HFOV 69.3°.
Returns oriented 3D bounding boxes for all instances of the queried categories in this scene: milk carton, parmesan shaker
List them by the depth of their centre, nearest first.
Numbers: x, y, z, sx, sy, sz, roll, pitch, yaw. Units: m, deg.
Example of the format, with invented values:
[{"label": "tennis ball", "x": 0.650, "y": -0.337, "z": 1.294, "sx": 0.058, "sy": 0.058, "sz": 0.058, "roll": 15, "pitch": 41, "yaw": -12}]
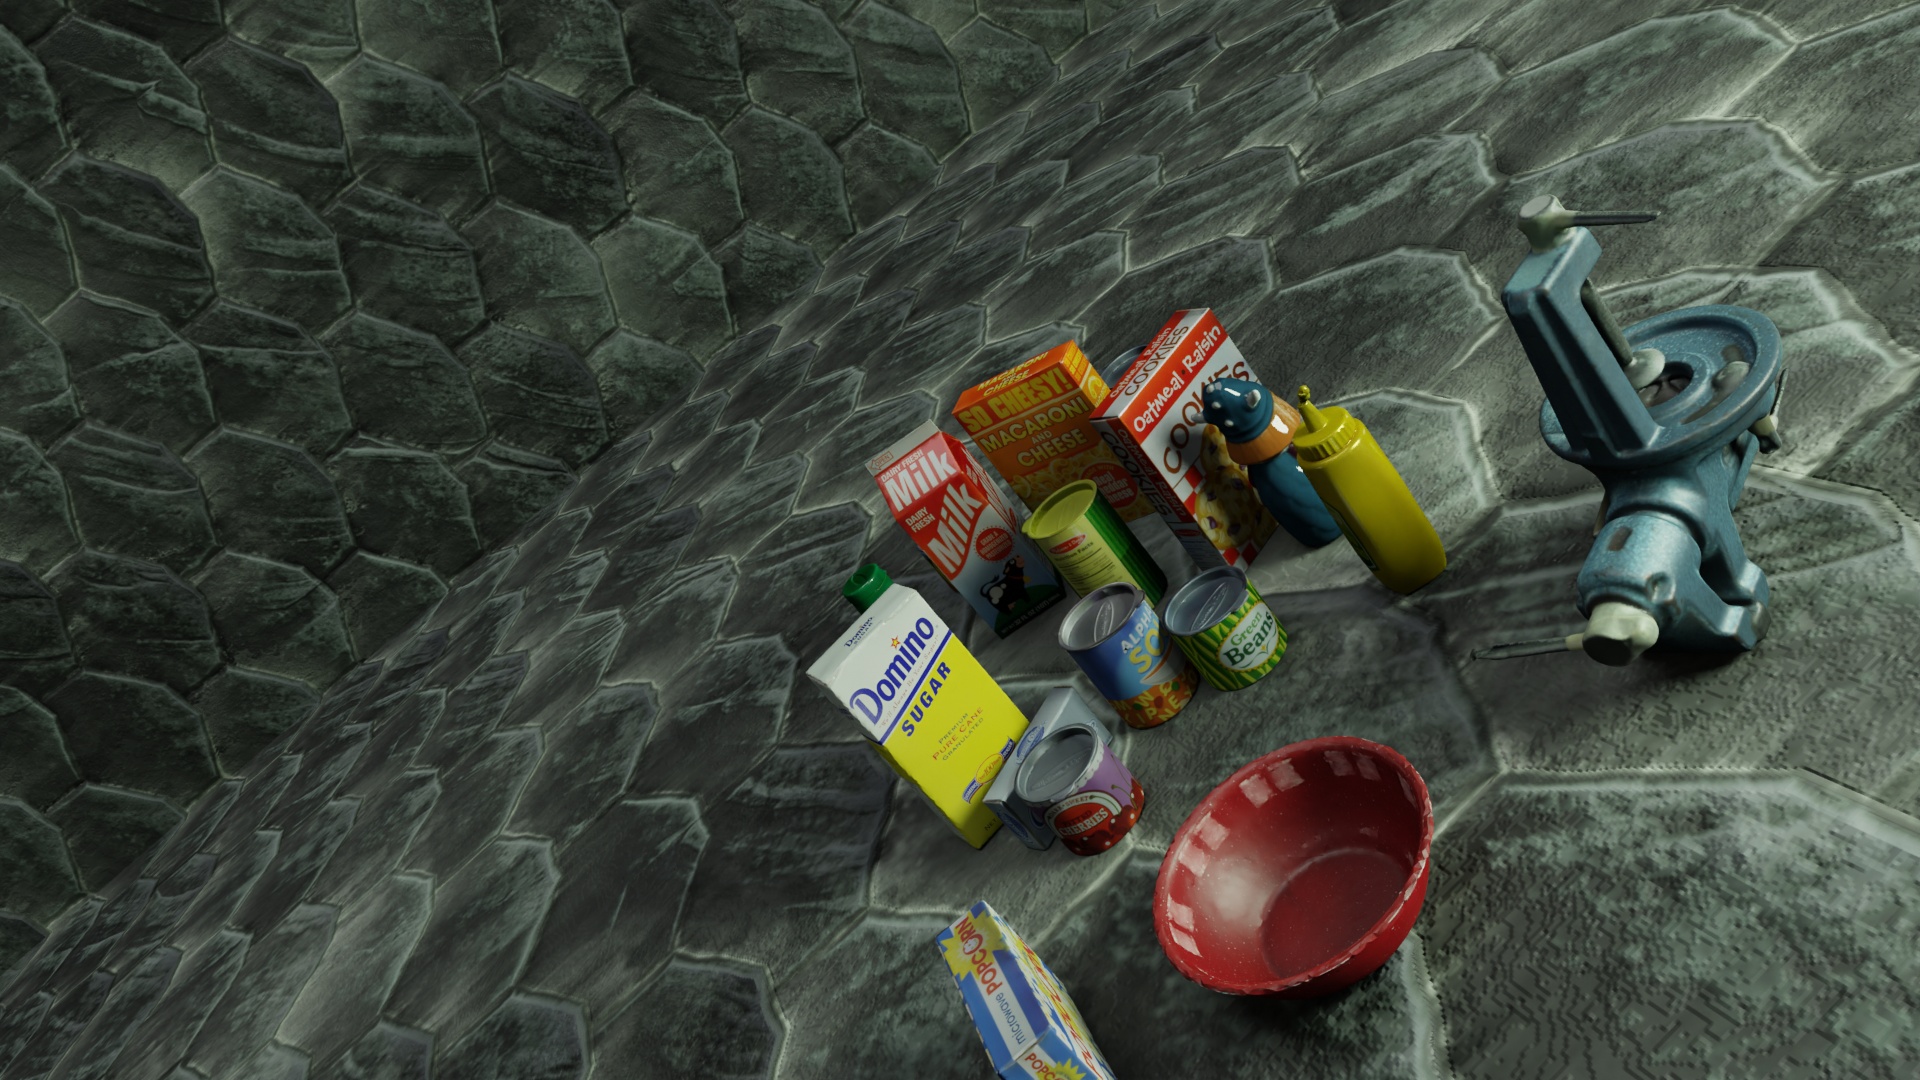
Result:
[{"label": "parmesan shaker", "x": 0.106, "y": 0.012, "z": 1.096, "sx": 0.071, "sy": 0.103, "sz": 0.071, "roll": -33, "pitch": 24, "yaw": 17}, {"label": "milk carton", "x": 0.004, "y": -0.015, "z": 1.188, "sx": 0.072, "sy": 0.190, "sz": 0.074, "roll": -35, "pitch": 23, "yaw": 13}]

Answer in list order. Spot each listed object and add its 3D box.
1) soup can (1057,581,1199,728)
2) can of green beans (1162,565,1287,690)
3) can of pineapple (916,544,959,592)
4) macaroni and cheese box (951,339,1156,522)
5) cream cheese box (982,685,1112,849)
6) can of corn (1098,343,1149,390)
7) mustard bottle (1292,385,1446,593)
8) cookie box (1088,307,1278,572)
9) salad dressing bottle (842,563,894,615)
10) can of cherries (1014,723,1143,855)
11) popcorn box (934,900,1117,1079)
[{"label": "soup can", "x": 0.121, "y": 0.080, "z": 0.974, "sx": 0.071, "sy": 0.083, "sz": 0.072, "roll": -33, "pitch": 24, "yaw": 17}, {"label": "can of green beans", "x": 0.181, "y": 0.060, "z": 0.952, "sx": 0.071, "sy": 0.057, "sz": 0.071, "roll": -33, "pitch": 24, "yaw": 16}, {"label": "can of pineapple", "x": 0.001, "y": 0.008, "z": 1.322, "sx": 0.071, "sy": 0.057, "sz": 0.071, "roll": -33, "pitch": 24, "yaw": 16}, {"label": "macaroni and cheese box", "x": 0.091, "y": -0.081, "z": 1.209, "sx": 0.123, "sy": 0.166, "sz": 0.040, "roll": -22, "pitch": 28, "yaw": 36}, {"label": "cream cheese box", "x": 0.062, "y": 0.157, "z": 0.962, "sx": 0.024, "sy": 0.053, "sz": 0.104, "roll": -10, "pitch": 37, "yaw": 50}, {"label": "can of corn", "x": 0.174, "y": -0.147, "z": 1.343, "sx": 0.071, "sy": 0.058, "sz": 0.071, "roll": -33, "pitch": 24, "yaw": 16}, {"label": "mustard bottle", "x": 0.253, "y": -0.037, "z": 0.890, "sx": 0.049, "sy": 0.160, "sz": 0.065, "roll": -37, "pitch": 23, "yaw": 7}, {"label": "cookie box", "x": 0.185, "y": -0.072, "z": 1.048, "sx": 0.123, "sy": 0.167, "sz": 0.040, "roll": -50, "pitch": 25, "yaw": -23}, {"label": "salad dressing bottle", "x": -0.037, "y": 0.082, "z": 1.129, "sx": 0.044, "sy": 0.147, "sz": 0.064, "roll": -45, "pitch": 23, "yaw": -12}, {"label": "can of cherries", "x": 0.078, "y": 0.166, "z": 0.914, "sx": 0.071, "sy": 0.058, "sz": 0.072, "roll": -33, "pitch": 24, "yaw": 16}, {"label": "popcorn box", "x": 0.039, "y": 0.265, "z": 0.759, "sx": 0.038, "sy": 0.085, "sz": 0.127, "roll": -40, "pitch": 23, "yaw": -1}]
